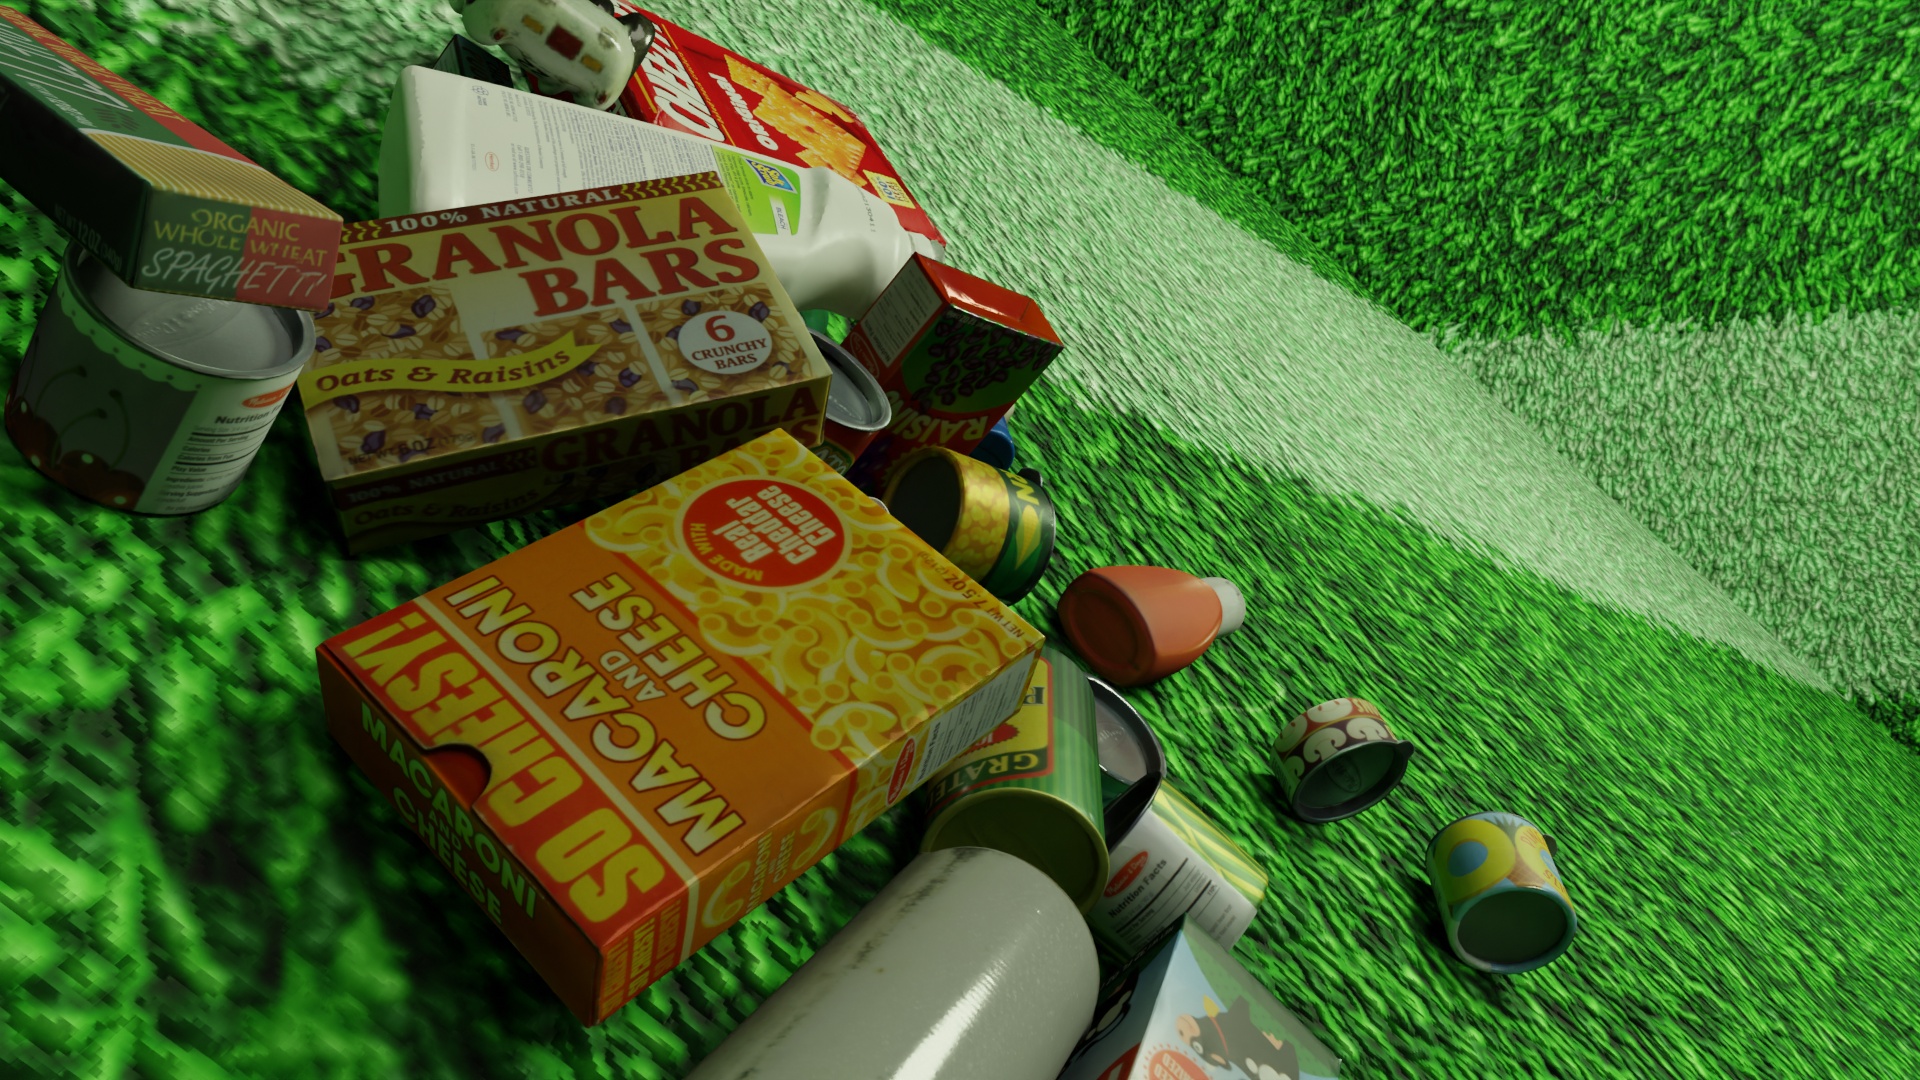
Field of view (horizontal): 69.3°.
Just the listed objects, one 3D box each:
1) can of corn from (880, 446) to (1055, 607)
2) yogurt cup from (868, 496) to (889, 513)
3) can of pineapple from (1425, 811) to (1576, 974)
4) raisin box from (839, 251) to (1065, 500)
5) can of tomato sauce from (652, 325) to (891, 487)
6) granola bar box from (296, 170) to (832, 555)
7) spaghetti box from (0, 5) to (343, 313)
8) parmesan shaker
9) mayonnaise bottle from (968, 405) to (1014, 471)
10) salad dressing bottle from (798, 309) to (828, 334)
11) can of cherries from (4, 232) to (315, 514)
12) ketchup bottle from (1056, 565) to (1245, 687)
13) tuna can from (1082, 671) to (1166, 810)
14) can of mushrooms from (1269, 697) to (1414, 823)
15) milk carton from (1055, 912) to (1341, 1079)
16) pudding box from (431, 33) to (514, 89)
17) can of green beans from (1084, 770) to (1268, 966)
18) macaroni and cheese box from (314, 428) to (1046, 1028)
[{"bbox_3d":[0.002,-0.008,0.657,0.058,0.071,0.071,18,33,-39],"label":"can of corn"},{"bbox_3d":[-0.062,0.012,0.525,0.072,0.072,0.054,37,10,-10],"label":"yogurt cup"},{"bbox_3d":[0.291,0.189,0.747,0.071,0.070,0.058,35,27,-14],"label":"can of pineapple"},{"bbox_3d":[-0.023,-0.070,0.658,0.086,0.123,0.040,9,41,-49],"label":"raisin box"},{"bbox_3d":[-0.079,-0.039,0.576,0.071,0.082,0.071,32,26,-18],"label":"can of tomato sauce"},{"bbox_3d":[-0.146,-0.070,0.493,0.166,0.038,0.124,-15,54,-23],"label":"granola bar box"},{"bbox_3d":[-0.269,-0.125,0.413,0.250,0.028,0.050,31,18,33],"label":"spaghetti box"},{"bbox_3d":[0.018,0.092,0.525,0.071,0.071,0.103,35,22,-14],"label":"parmesan shaker"},{"bbox_3d":[0.002,-0.091,0.822,0.064,0.041,0.149,29,27,-28],"label":"mayonnaise bottle"},{"bbox_3d":[-0.102,-0.093,0.675,0.064,0.043,0.148,28,25,0],"label":"salad dressing bottle"},{"bbox_3d":[-0.236,-0.052,0.407,0.071,0.058,0.072,32,28,-19],"label":"can of cherries"},{"bbox_3d":[0.113,0.042,0.763,0.065,0.043,0.149,52,27,20],"label":"ketchup bottle"},{"bbox_3d":[0.057,0.094,0.613,0.071,0.032,0.071,32,27,-18],"label":"tuna can"},{"bbox_3d":[0.202,0.116,0.738,0.071,0.070,0.033,22,29,-35],"label":"can of mushrooms"},{"bbox_3d":[0.050,0.197,0.393,0.073,0.072,0.191,43,25,3],"label":"milk carton"},{"bbox_3d":[-0.232,-0.193,0.648,0.030,0.049,0.084,25,28,-42],"label":"pudding box"},{"bbox_3d":[0.076,0.133,0.539,0.058,0.071,0.071,43,25,2],"label":"can of green beans"},{"bbox_3d":[-0.076,0.040,0.406,0.124,0.040,0.167,37,45,24],"label":"macaroni and cheese box"}]
